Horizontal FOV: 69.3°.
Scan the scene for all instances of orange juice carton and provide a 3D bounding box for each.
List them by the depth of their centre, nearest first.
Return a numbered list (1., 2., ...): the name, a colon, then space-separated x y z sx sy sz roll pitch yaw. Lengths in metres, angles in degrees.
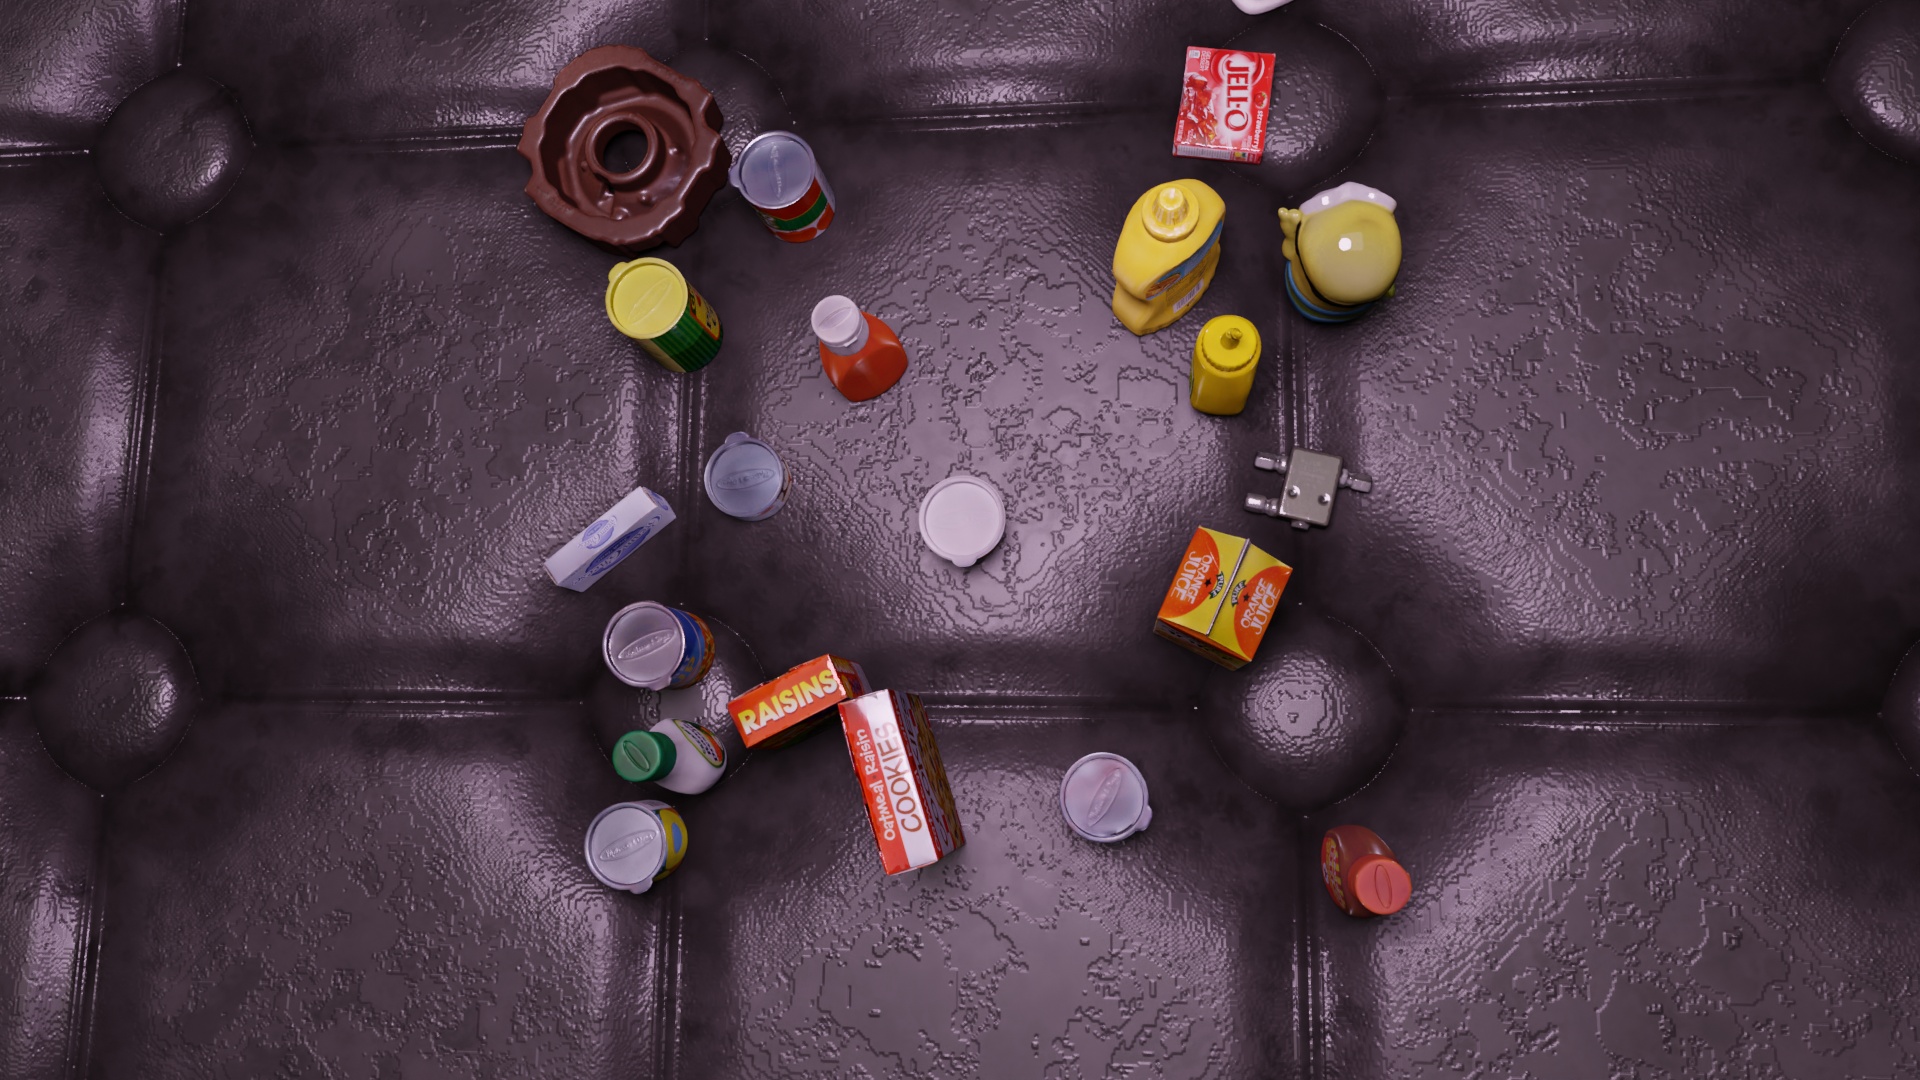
1. orange juice carton: 0.187 0.044 1.004 0.073 0.192 0.072 25 86 10

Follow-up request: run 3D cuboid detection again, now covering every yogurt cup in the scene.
1. yogurt cup: 0.004 -0.014 1.105 0.072 0.054 0.072 -1 81 7

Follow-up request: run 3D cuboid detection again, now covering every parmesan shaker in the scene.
1. parmesan shaker: -0.241 -0.184 1.136 0.071 0.103 0.071 -1 82 7

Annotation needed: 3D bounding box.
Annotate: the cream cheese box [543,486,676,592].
1. cream cheese box: -0.286 -0.001 1.138 0.104 0.053 0.024 -39 79 0

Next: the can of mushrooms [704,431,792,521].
1. can of mushrooms: -0.174 -0.052 1.143 0.071 0.033 0.071 -1 81 7

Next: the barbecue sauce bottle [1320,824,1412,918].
1. barbecue sauce bottle: 0.287 0.238 0.985 0.044 0.148 0.065 -8 81 6

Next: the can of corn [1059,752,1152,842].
1. can of corn: 0.112 0.196 1.058 0.071 0.058 0.071 -1 81 7

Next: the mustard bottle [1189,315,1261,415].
1. mustard bottle: 0.200 -0.138 1.048 0.049 0.160 0.065 7 83 8

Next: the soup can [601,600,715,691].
1. soup can: -0.237 0.088 1.103 0.071 0.083 0.071 -1 82 7

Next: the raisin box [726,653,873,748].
1. raisin box: -0.118 0.124 1.063 0.086 0.123 0.040 -26 80 2

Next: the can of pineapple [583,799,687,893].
1. can of pineapple: -0.255 0.240 1.094 0.071 0.058 0.071 -1 81 7

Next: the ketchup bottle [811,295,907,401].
1. ketchup bottle: -0.082 -0.152 1.089 0.065 0.148 0.043 -35 79 1

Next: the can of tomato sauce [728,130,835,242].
1. can of tomato sauce: -0.145 -0.291 1.151 0.071 0.083 0.071 -1 82 7

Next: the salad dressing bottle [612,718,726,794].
1. salad dressing bottle: -0.221 0.164 1.056 0.044 0.147 0.064 -43 79 -1

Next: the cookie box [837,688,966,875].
1. cookie box: -0.041 0.176 1.023 0.040 0.167 0.123 -18 80 4
